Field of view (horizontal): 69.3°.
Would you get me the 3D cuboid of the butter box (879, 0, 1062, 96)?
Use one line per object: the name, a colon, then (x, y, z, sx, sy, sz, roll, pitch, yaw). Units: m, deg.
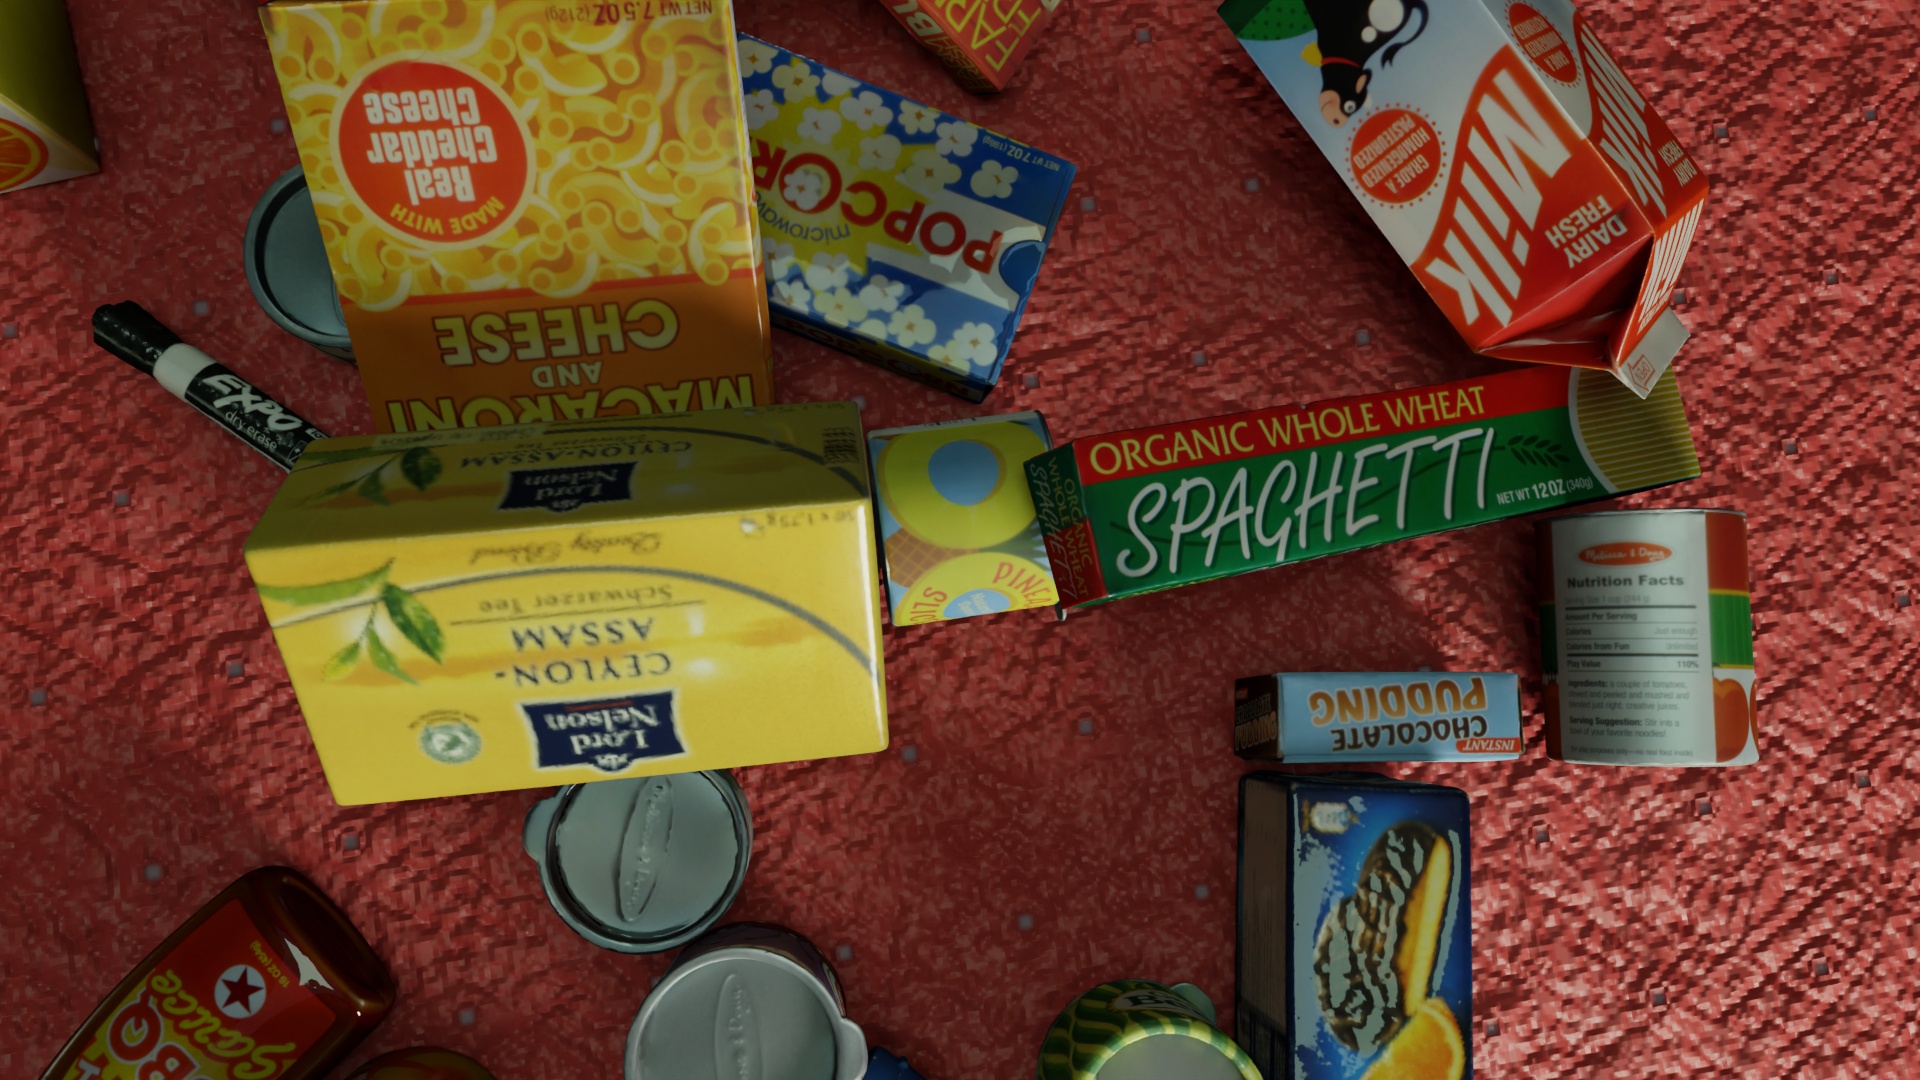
butter box: (-0.010, -0.208, 0.478, 0.103, 0.024, 0.053, 38, 79, -33)

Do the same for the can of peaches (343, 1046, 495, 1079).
can of peaches: (-0.176, 0.193, 0.422, 0.071, 0.058, 0.071, 0, 84, -4)

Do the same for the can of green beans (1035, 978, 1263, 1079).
can of green beans: (0.061, 0.180, 0.444, 0.071, 0.057, 0.071, 1, 83, -5)

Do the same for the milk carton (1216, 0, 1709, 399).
milk carton: (0.183, -0.135, 0.474, 0.073, 0.073, 0.190, -34, 87, -44)

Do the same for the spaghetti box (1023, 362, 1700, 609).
spaghetti box: (0.141, -0.024, 0.457, 0.251, 0.028, 0.050, -10, 84, -23)

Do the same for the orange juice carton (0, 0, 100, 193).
orange juice carton: (-0.392, -0.140, 0.437, 0.193, 0.073, 0.072, -15, 85, -6)

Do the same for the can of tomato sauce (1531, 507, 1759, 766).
can of tomato sauce: (0.234, 0.034, 0.475, 0.071, 0.071, 0.083, 0, 84, -5)

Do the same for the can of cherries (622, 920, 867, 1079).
can of cherries: (-0.065, 0.157, 0.436, 0.071, 0.058, 0.071, 1, 82, -5)

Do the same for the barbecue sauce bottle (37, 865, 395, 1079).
barbecue sauce bottle: (-0.252, 0.172, 0.426, 0.149, 0.043, 0.065, -42, 83, -8)

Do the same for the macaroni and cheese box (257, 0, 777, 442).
macaroni and cheese box: (-0.122, -0.084, 0.426, 0.124, 0.040, 0.165, -5, 121, -5)

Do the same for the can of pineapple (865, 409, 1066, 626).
can of pineapple: (0.002, -0.006, 0.458, 0.058, 0.071, 0.071, -8, 84, -5)

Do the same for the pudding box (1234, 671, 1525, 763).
pudding box: (0.140, 0.060, 0.470, 0.084, 0.049, 0.030, 0, 82, -5)

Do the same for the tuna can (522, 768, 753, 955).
tuna can: (-0.104, 0.098, 0.453, 0.071, 0.033, 0.071, 1, 83, -5)

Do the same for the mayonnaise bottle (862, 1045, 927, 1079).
mayonnaise bottle: (0.022, 0.220, 0.436, 0.148, 0.064, 0.041, 37, 79, 4)

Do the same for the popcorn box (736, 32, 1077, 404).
popcorn box: (-0.034, -0.110, 0.482, 0.127, 0.038, 0.085, 21, 81, -2)

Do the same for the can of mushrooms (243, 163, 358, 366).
can of mushrooms: (-0.198, -0.093, 0.468, 0.071, 0.033, 0.071, 1, 82, -5)
